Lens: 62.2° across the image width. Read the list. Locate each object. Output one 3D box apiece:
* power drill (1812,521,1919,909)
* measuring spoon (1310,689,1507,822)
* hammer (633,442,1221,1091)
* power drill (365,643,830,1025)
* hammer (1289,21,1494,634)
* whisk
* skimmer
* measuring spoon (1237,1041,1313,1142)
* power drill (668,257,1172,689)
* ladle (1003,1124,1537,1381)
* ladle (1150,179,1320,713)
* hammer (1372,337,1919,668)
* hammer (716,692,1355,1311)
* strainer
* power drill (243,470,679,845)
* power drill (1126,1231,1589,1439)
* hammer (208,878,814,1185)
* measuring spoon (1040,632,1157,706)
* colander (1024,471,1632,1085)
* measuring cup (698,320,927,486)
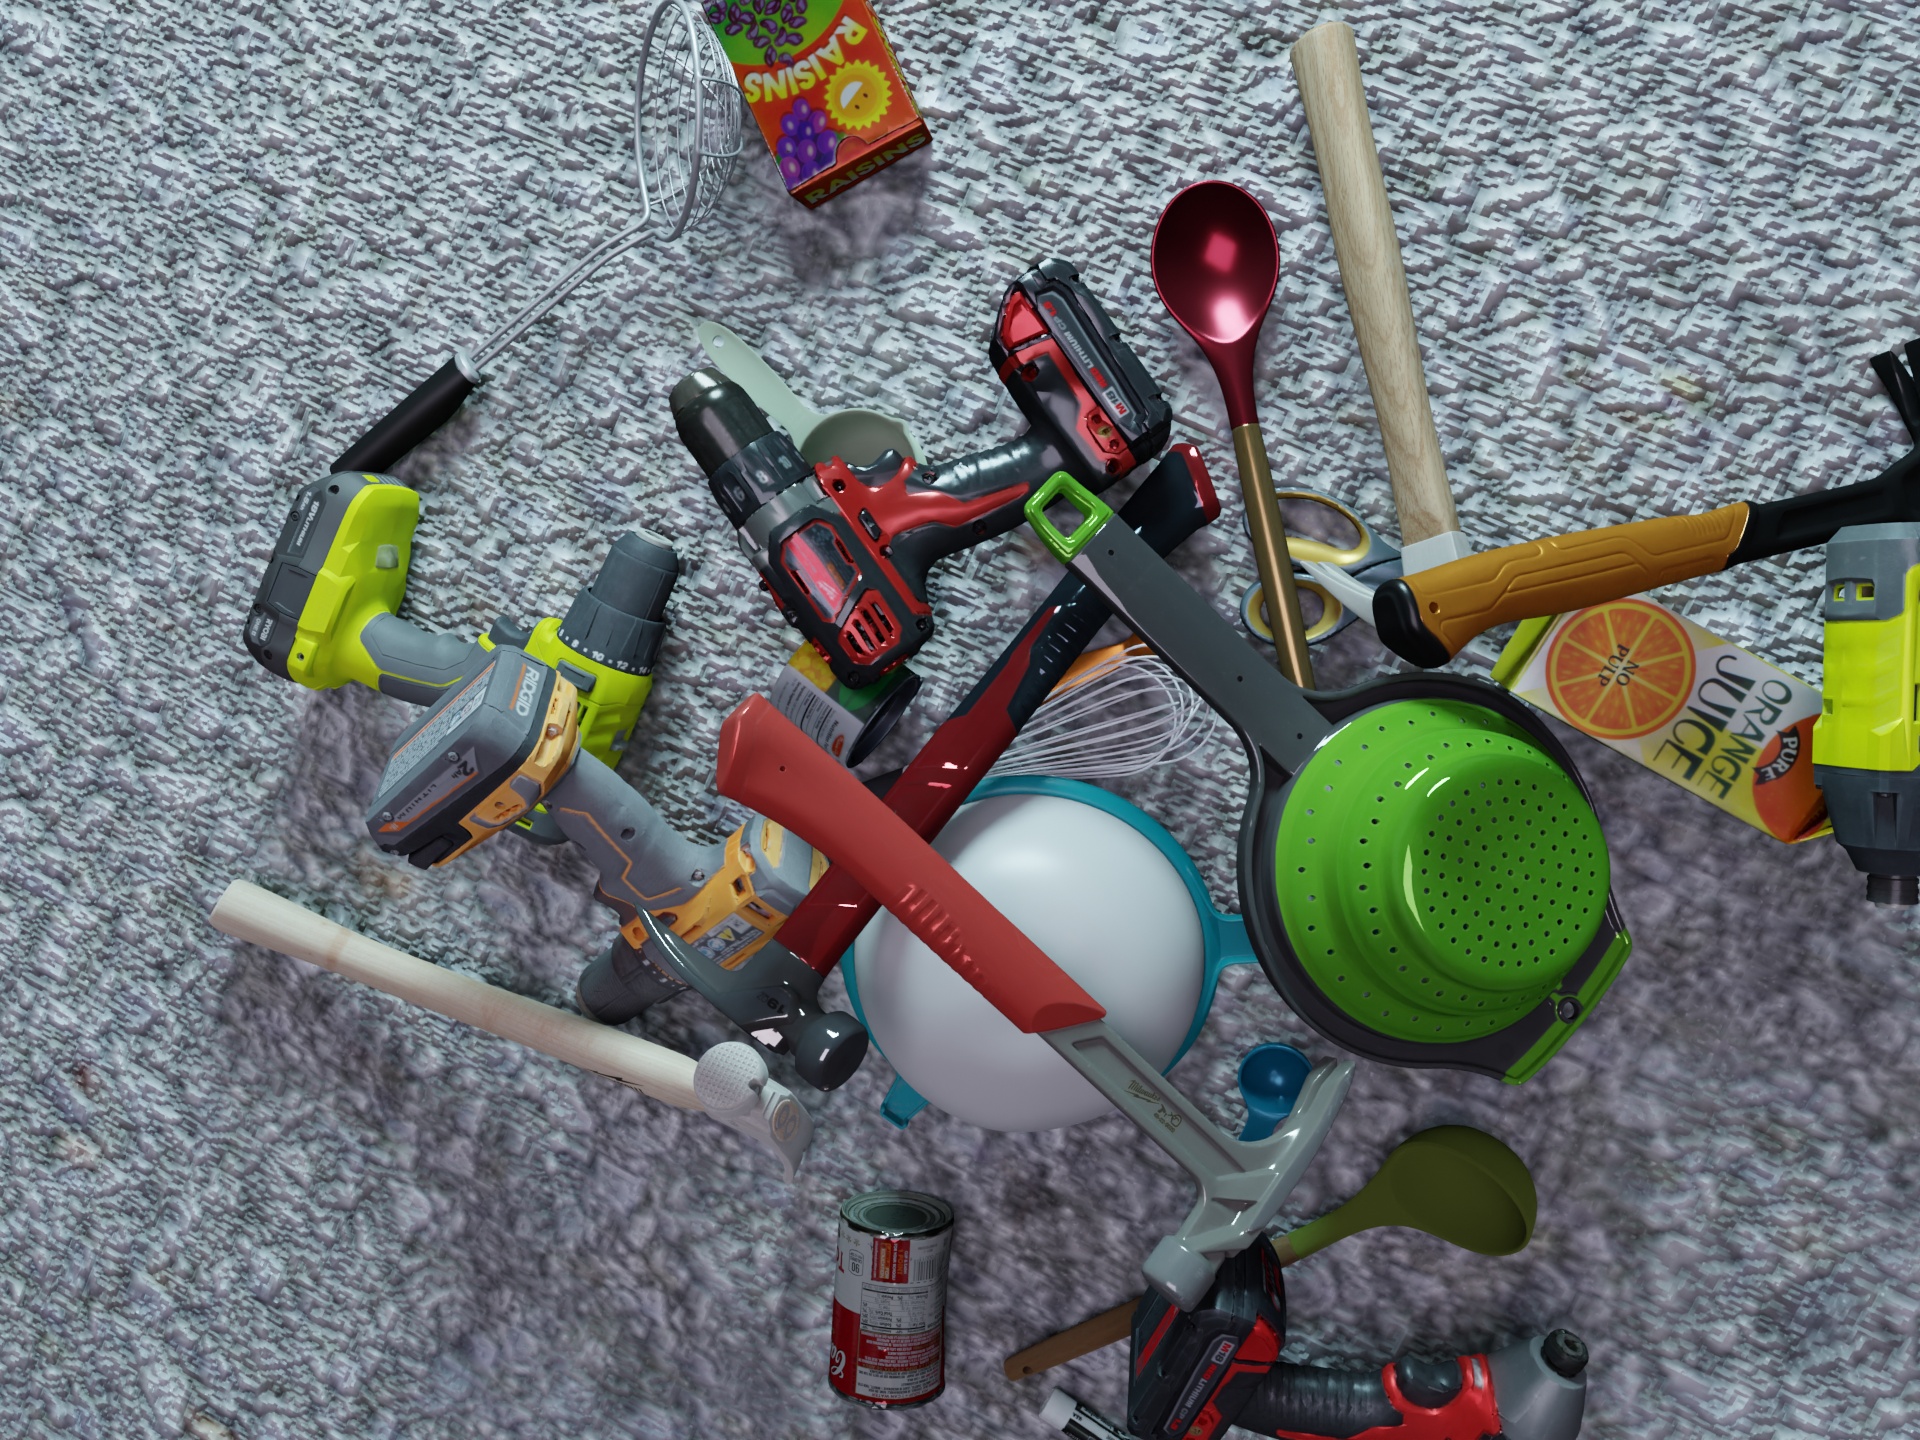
[{"bbox_3d":[0.501,-0.002,0.727,0.223,0.080,0.171,0,93,-10],"label":"power drill"},{"bbox_3d":[0.243,0.023,0.857,0.124,0.018,0.034,-38,84,11],"label":"measuring spoon"},{"bbox_3d":[-0.001,-0.003,0.830,0.143,0.038,0.386,32,75,28],"label":"hammer"},{"bbox_3d":[-0.211,0.080,0.884,0.185,0.084,0.226,-37,122,27],"label":"power drill"},{"bbox_3d":[0.216,-0.200,0.817,0.130,0.031,0.331,-18,77,41],"label":"hammer"},{"bbox_3d":[0.008,0.023,0.894,0.284,0.070,0.070,-18,89,17],"label":"whisk"},{"bbox_3d":[-0.263,-0.259,0.919,0.363,0.090,0.127,-36,53,15],"label":"skimmer"},{"bbox_3d":[0.164,0.236,0.891,0.042,0.021,0.128,18,106,8],"label":"measuring spoon"},{"bbox_3d":[-0.024,-0.150,0.843,0.226,0.080,0.188,-36,92,-2],"label":"power drill"},{"bbox_3d":[0.161,0.307,0.873,0.320,0.062,0.078,-29,103,15],"label":"ladle"},{"bbox_3d":[0.159,-0.132,0.850,0.069,0.031,0.315,-11,86,8],"label":"ladle"},{"bbox_3d":[0.338,-0.089,0.740,0.337,0.034,0.127,-14,88,-18],"label":"hammer"},{"bbox_3d":[0.030,0.113,0.759,0.359,0.037,0.149,44,72,-10],"label":"hammer"},{"bbox_3d":[0.098,0.136,0.837,0.340,0.095,0.211,-5,106,8],"label":"strainer"},{"bbox_3d":[-0.288,-0.058,0.943,0.228,0.080,0.190,27,100,7],"label":"power drill"},{"bbox_3d":[0.208,0.341,0.824,0.219,0.079,0.143,21,118,-3],"label":"power drill"},{"bbox_3d":[-0.278,0.176,0.951,0.411,0.146,0.038,15,62,20],"label":"hammer"},{"bbox_3d":[0.060,-0.025,0.899,0.117,0.011,0.021,-22,88,13],"label":"measuring spoon"},{"bbox_3d":[0.189,0.018,0.779,0.397,0.094,0.204,44,80,-4],"label":"colander"},{"bbox_3d":[-0.086,-0.169,0.912,0.167,0.038,0.083,45,101,9],"label":"measuring cup"}]
